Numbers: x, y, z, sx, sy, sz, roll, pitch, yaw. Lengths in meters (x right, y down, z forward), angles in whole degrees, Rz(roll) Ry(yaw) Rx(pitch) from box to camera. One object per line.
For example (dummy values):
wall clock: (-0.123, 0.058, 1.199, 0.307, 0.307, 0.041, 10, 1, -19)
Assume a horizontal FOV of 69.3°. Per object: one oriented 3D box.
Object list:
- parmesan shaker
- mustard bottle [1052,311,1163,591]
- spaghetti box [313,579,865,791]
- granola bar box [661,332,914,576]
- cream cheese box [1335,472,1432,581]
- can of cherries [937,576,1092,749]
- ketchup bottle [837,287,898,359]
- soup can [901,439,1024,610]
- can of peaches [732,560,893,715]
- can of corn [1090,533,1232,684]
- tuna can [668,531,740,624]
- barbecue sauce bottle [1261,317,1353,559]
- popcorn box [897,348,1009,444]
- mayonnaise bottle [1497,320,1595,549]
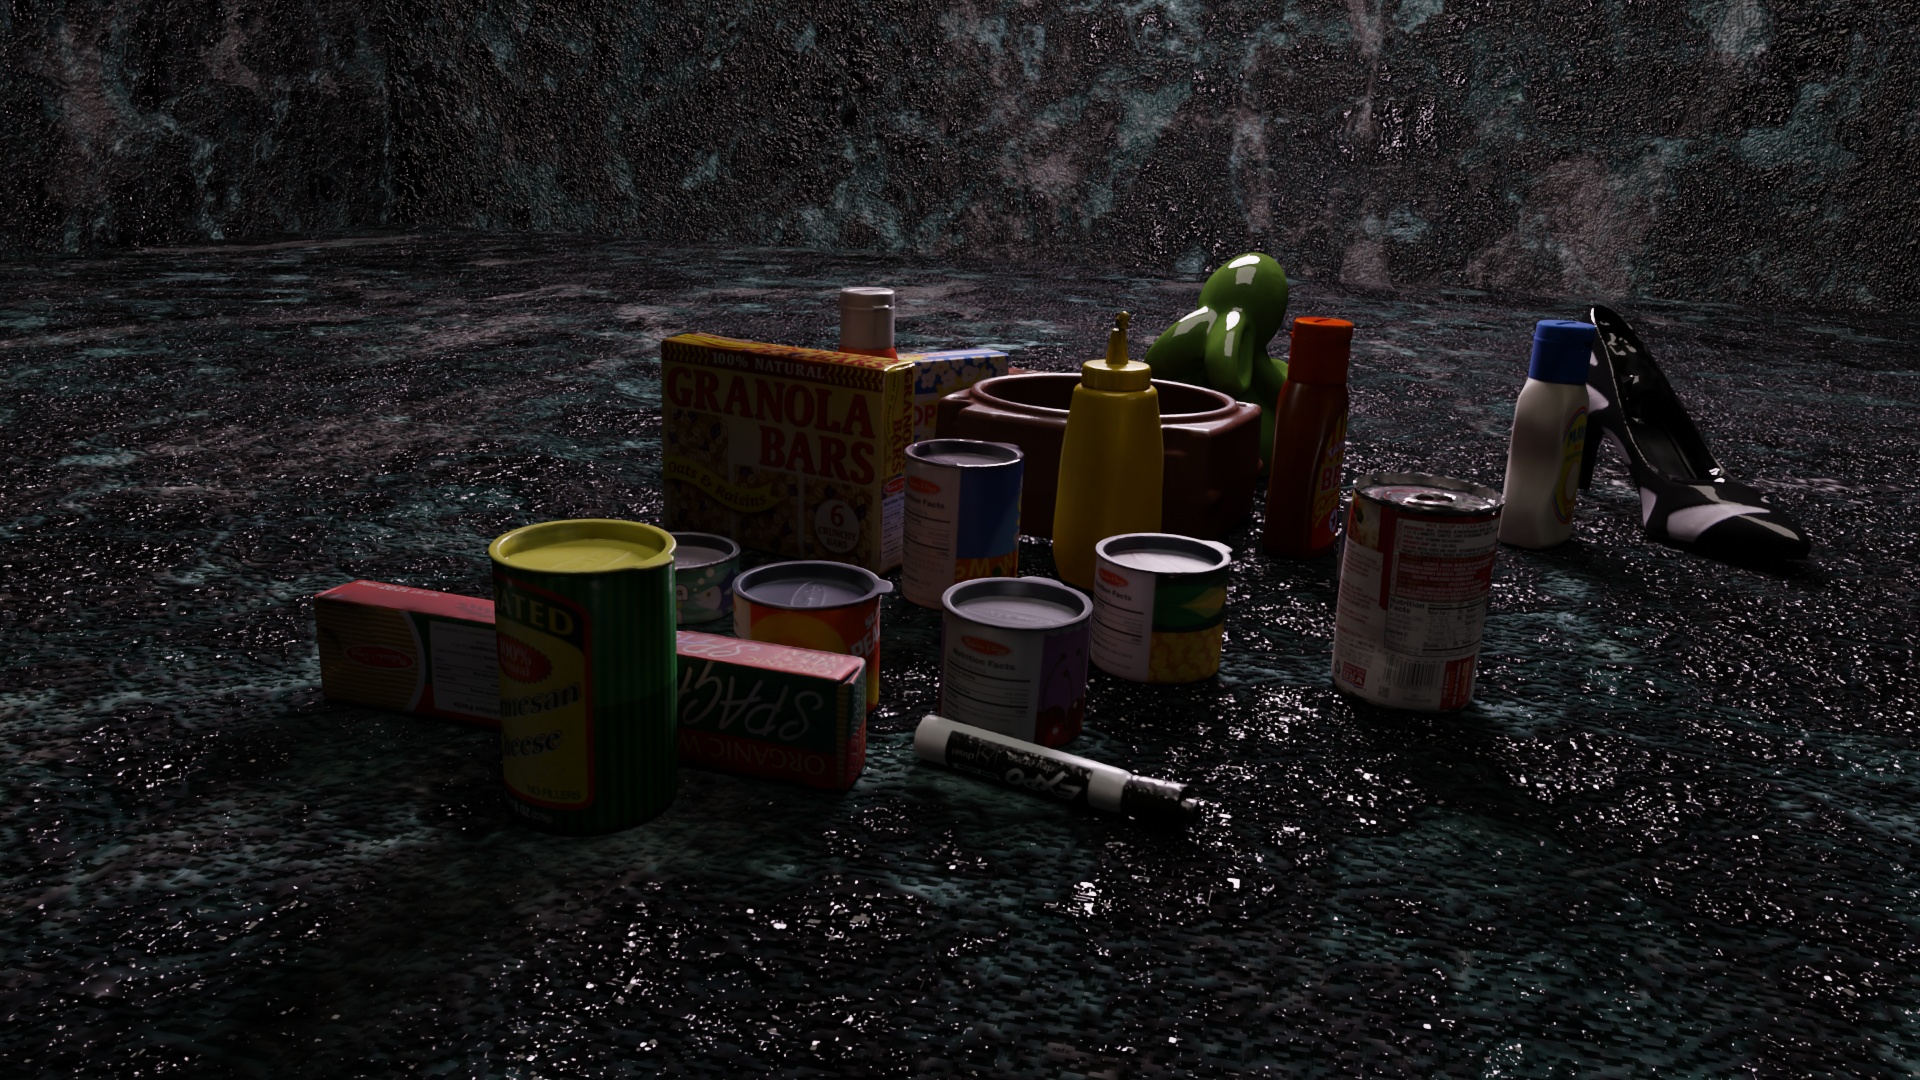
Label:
parmesan shaker: (-0.138, 0.051, 0.521, 0.071, 0.102, 0.071, 2, 16, -1)
mustard bottle: (0.087, -0.053, 0.800, 0.049, 0.159, 0.065, 15, 20, 37)
spaghetti box: (-0.158, 0.059, 0.584, 0.250, 0.050, 0.029, 7, 17, 16)
granola bar box: (-0.106, -0.055, 0.845, 0.165, 0.123, 0.039, 11, 18, 28)
cream cheese box: (0.268, -0.007, 0.861, 0.024, 0.053, 0.104, 15, 21, 38)
can of cherries: (0.025, 0.053, 0.614, 0.071, 0.058, 0.072, 2, 16, -1)
ketchup bottle: (-0.064, -0.096, 0.945, 0.065, 0.148, 0.043, -8, 19, -32)
soup can: (0.003, -0.010, 0.778, 0.071, 0.083, 0.071, 2, 16, -1)
can of peaches: (-0.067, 0.046, 0.625, 0.071, 0.058, 0.071, 2, 16, -1)
can of corn: (0.101, 0.033, 0.693, 0.071, 0.058, 0.071, 2, 16, -1)
tuna can: (-0.152, 0.020, 0.744, 0.071, 0.032, 0.071, 2, 16, -1)
barbecue sauce bottle: (0.223, -0.066, 0.885, 0.044, 0.148, 0.065, 12, 19, 30)
popcorn box: (-0.022, -0.104, 1.088, 0.127, 0.085, 0.038, -9, 20, -34)
mayonnaise bottle: (0.393, -0.071, 0.926, 0.041, 0.147, 0.065, 16, 21, 40)
